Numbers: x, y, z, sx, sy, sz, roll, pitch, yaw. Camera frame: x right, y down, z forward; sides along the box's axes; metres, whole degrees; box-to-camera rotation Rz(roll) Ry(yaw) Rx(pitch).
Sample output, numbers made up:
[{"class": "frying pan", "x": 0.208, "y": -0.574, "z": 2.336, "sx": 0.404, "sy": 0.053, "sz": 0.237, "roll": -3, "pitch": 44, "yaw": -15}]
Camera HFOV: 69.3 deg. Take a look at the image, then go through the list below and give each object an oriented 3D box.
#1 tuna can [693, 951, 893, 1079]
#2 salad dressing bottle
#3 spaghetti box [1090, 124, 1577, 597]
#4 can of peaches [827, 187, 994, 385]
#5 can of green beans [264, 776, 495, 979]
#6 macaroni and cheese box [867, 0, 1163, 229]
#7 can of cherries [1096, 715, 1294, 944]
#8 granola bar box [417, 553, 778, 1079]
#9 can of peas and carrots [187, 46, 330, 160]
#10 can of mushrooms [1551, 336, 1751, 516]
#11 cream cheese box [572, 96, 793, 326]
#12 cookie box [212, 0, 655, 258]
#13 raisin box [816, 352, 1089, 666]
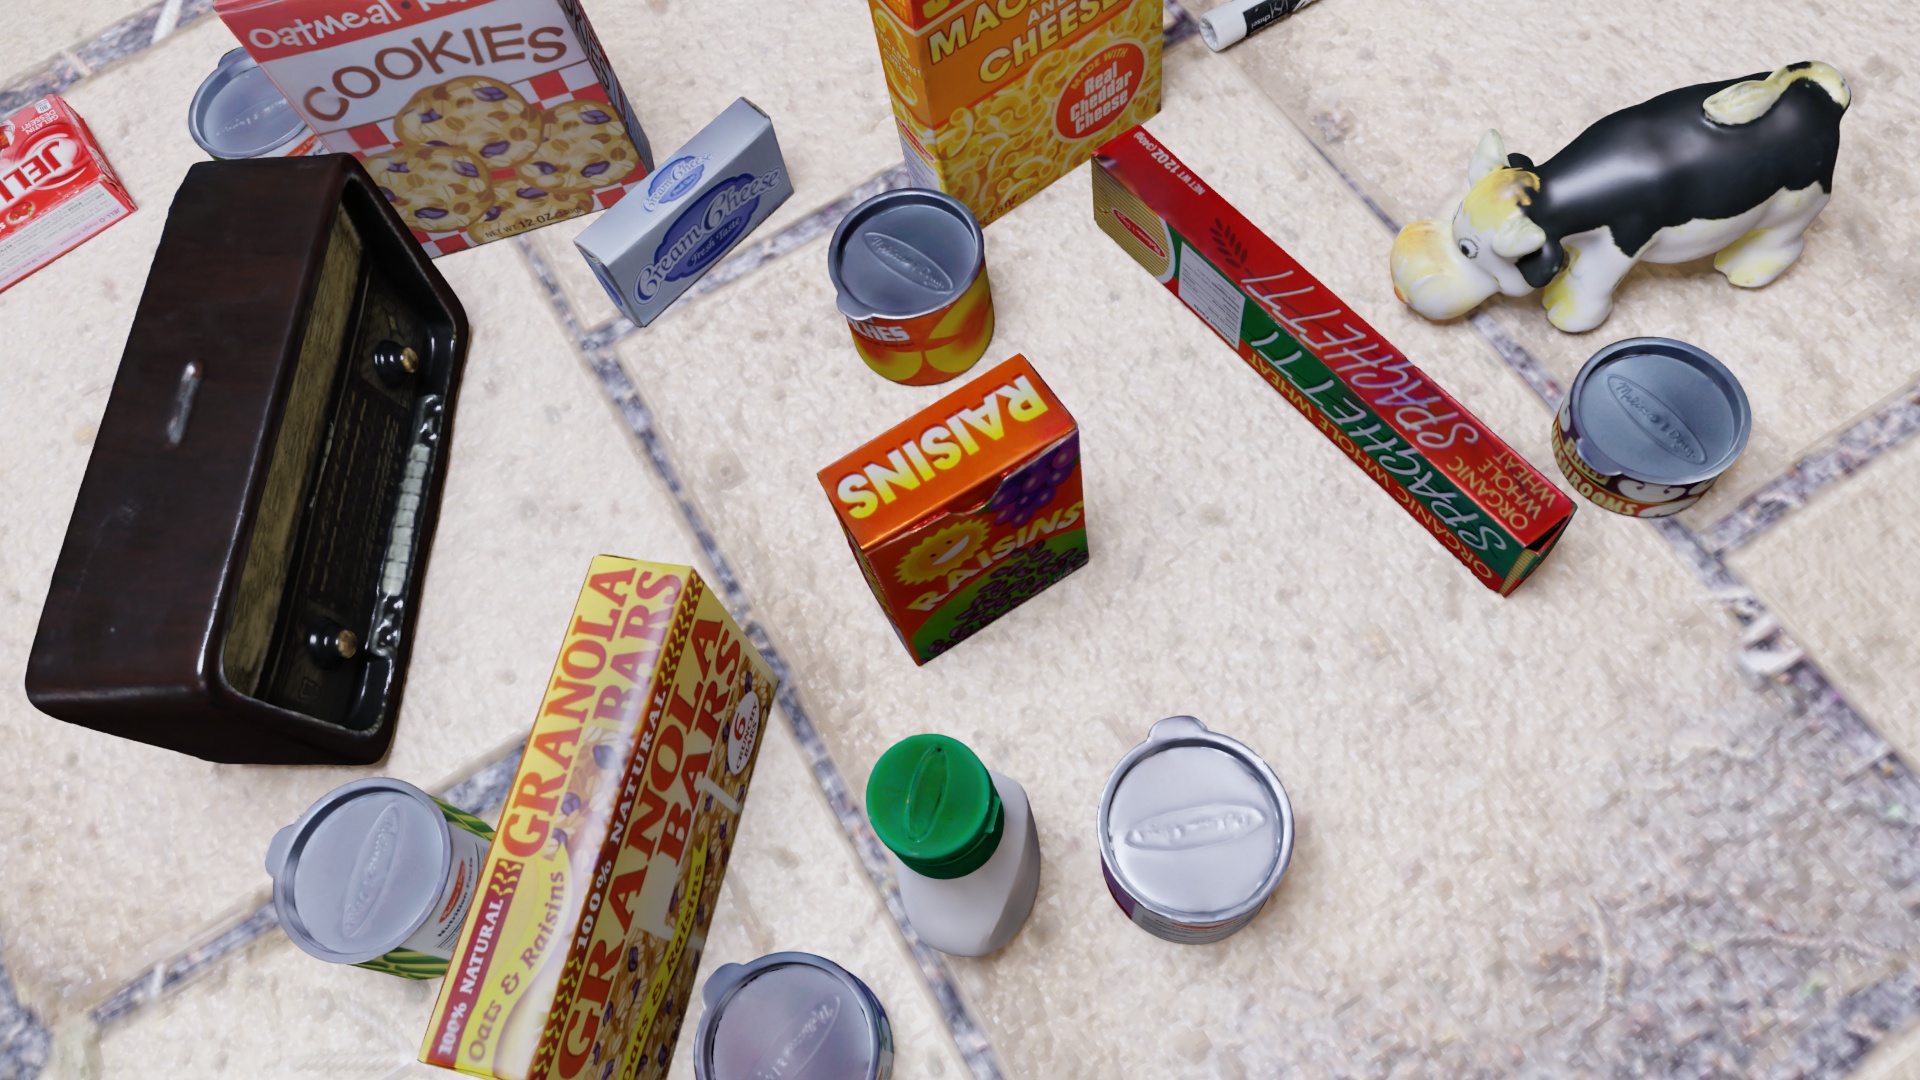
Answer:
[{"class": "tuna can", "x": -0.060, "y": 0.180, "z": 0.494, "sx": 0.071, "sy": 0.032, "sz": 0.071, "roll": -3, "pitch": 66, "yaw": 6}, {"class": "salad dressing bottle", "x": 0.000, "y": 0.100, "z": 0.459, "sx": 0.044, "sy": 0.147, "sz": 0.064, "roll": 11, "pitch": 68, "yaw": 12}, {"class": "spaghetti box", "x": 0.145, "y": -0.078, "z": 0.574, "sx": 0.029, "sy": 0.050, "sz": 0.250, "roll": -38, "pitch": 67, "yaw": -10}, {"class": "can of peaches", "x": -0.021, "y": -0.107, "z": 0.603, "sx": 0.071, "sy": 0.058, "sz": 0.071, "roll": -3, "pitch": 66, "yaw": 6}, {"class": "can of green beans", "x": -0.211, "y": 0.128, "z": 0.521, "sx": 0.071, "sy": 0.057, "sz": 0.071, "roll": -3, "pitch": 66, "yaw": 6}, {"class": "macaroni and cheese box", "x": 0.026, "y": -0.216, "z": 0.586, "sx": 0.124, "sy": 0.166, "sz": 0.040, "roll": -36, "pitch": 67, "yaw": -9}, {"class": "can of cherries", "x": 0.082, "y": 0.104, "z": 0.496, "sx": 0.071, "sy": 0.058, "sz": 0.072, "roll": -3, "pitch": 66, "yaw": 6}, {"class": "granola bar box", "x": -0.117, "y": 0.104, "z": 0.484, "sx": 0.039, "sy": 0.123, "sz": 0.166, "roll": 9, "pitch": 68, "yaw": 11}, {"class": "can of peas and carrots", "x": -0.330, "y": -0.197, "z": 0.680, "sx": 0.071, "sy": 0.058, "sz": 0.071, "roll": -3, "pitch": 66, "yaw": 6}, {"class": "can of mushrooms", "x": 0.271, "y": -0.044, "z": 0.552, "sx": 0.071, "sy": 0.033, "sz": 0.071, "roll": -3, "pitch": 66, "yaw": 6}, {"class": "cream cheese box", "x": -0.124, "y": -0.149, "z": 0.637, "sx": 0.024, "sy": 0.053, "sz": 0.104, "roll": 40, "pitch": 76, "yaw": 21}, {"class": "cookie box", "x": -0.219, "y": -0.199, "z": 0.608, "sx": 0.123, "sy": 0.167, "sz": 0.040, "roll": -16, "pitch": 66, "yaw": 0}, {"class": "raisin box", "x": 0.002, "y": -0.007, "z": 0.519, "sx": 0.086, "sy": 0.123, "sz": 0.040, "roll": -31, "pitch": 66, "yaw": -7}]
